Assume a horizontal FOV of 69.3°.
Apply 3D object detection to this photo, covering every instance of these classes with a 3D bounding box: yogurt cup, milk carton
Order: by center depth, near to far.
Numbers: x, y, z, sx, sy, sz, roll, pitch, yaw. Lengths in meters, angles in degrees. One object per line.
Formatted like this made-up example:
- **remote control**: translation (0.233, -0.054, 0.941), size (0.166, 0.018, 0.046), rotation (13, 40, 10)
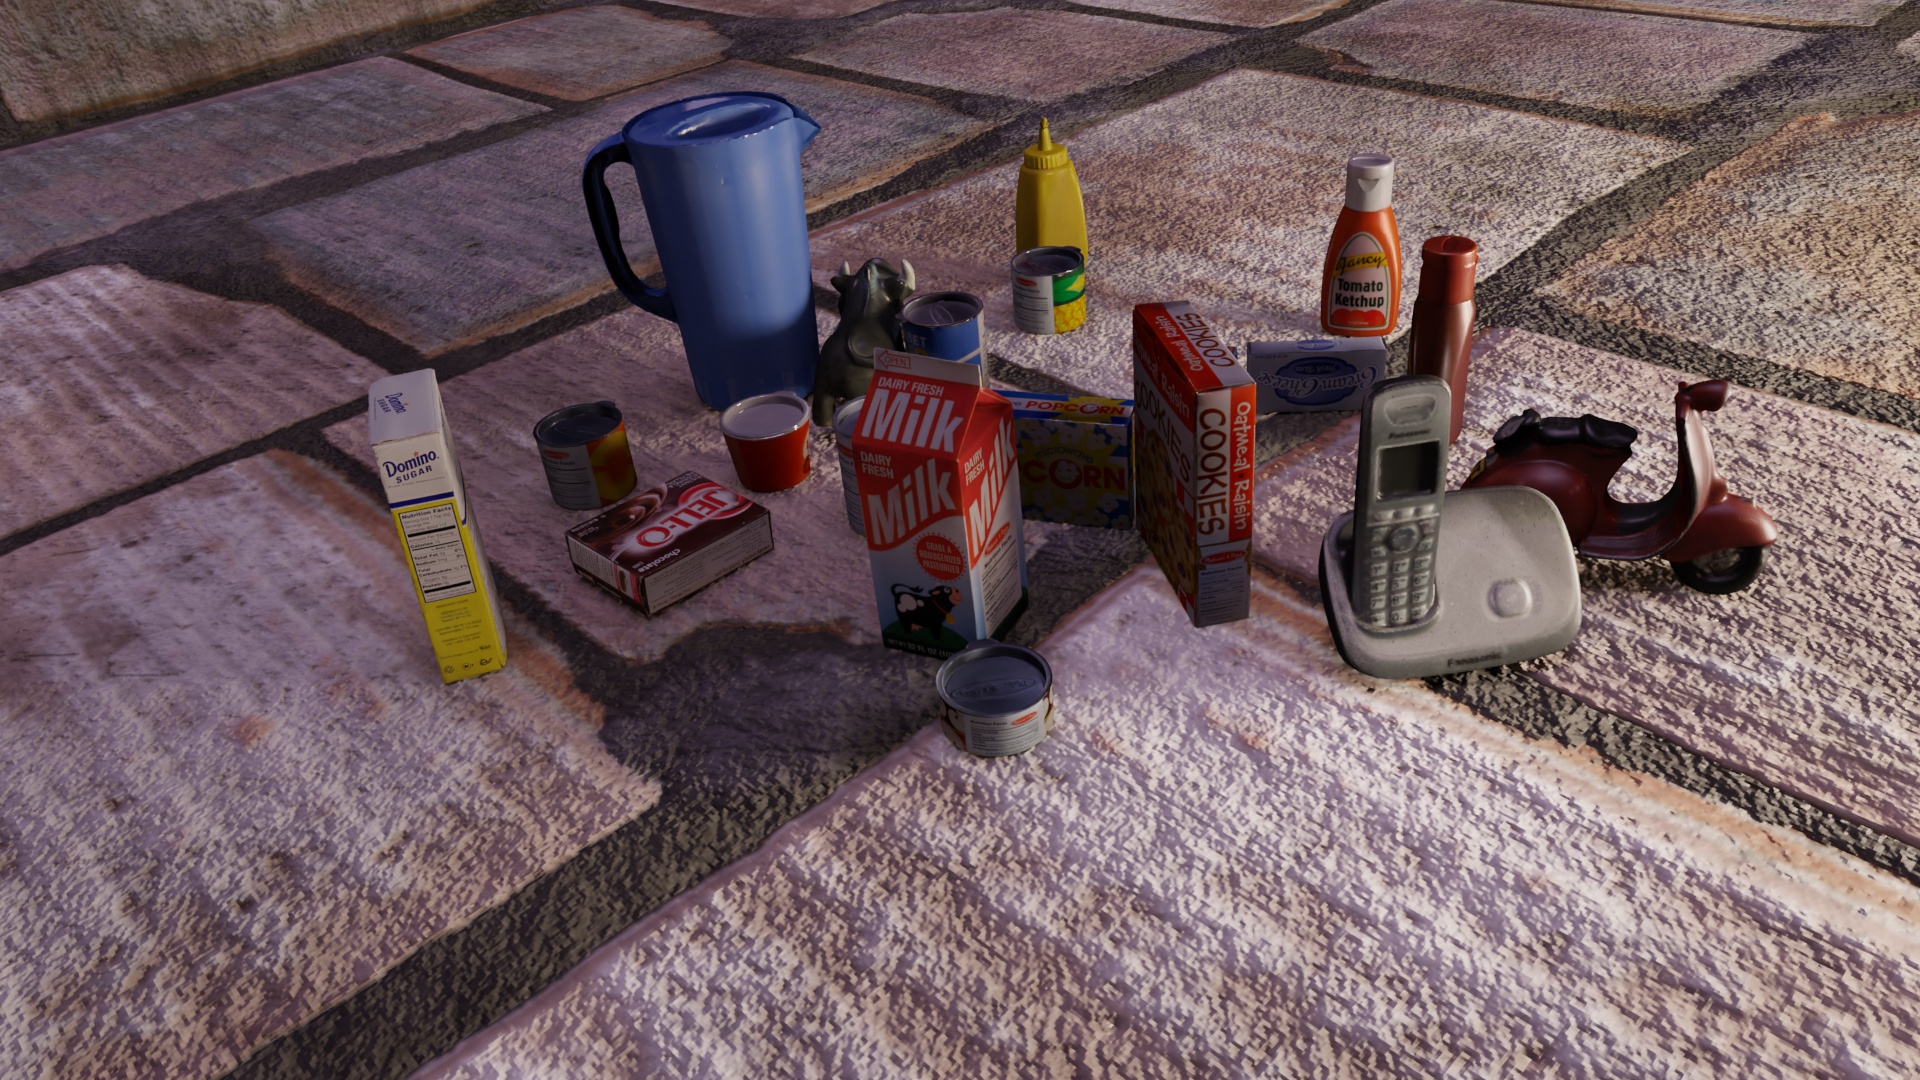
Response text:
- **milk carton**: translation (-0.011, -0.025, 0.832), size (0.072, 0.189, 0.074), rotation (12, 37, 25)
- **yogurt cup**: translation (-0.144, -0.072, 1.049), size (0.072, 0.053, 0.073), rotation (-4, 33, 3)

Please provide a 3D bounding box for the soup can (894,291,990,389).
- **soup can**: translation (-0.014, -0.149, 1.118), size (0.071, 0.083, 0.072), rotation (-4, 33, 3)

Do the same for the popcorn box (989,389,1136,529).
- **popcorn box**: translation (0.060, -0.058, 0.967), size (0.127, 0.084, 0.038), rotation (6, 35, 18)

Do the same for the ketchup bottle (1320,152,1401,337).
- **ketchup bottle**: translation (0.335, -0.244, 1.151), size (0.065, 0.148, 0.044), rotation (6, 35, 17)

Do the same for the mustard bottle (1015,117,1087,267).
- **mustard bottle**: translation (0.082, -0.314, 1.286), size (0.065, 0.159, 0.049), rotation (-26, 38, -28)

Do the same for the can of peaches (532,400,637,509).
- **can of peaches**: translation (-0.282, -0.065, 1.055), size (0.071, 0.057, 0.071), rotation (-4, 33, 3)

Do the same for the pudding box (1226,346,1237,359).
- **pudding box**: translation (0.192, -0.110, 1.059), size (0.030, 0.049, 0.084), rotation (5, 35, 17)

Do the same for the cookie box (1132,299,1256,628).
- **cookie box**: translation (0.143, -0.049, 0.867), size (0.040, 0.166, 0.123), rotation (-10, 33, -6)

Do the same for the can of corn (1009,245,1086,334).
- **can of corn**: translation (0.081, -0.225, 1.243), size (0.071, 0.058, 0.071), rotation (-4, 33, 3)

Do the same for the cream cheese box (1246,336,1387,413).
- **cream cheese box**: translation (0.273, -0.127, 1.069), size (0.104, 0.053, 0.024), rotation (-2, 33, 6)

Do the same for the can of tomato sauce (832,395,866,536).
- **can of tomato sauce**: translation (-0.050, -0.053, 0.979), size (0.071, 0.082, 0.071), rotation (-4, 33, 3)

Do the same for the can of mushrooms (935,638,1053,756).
- **can of mushrooms**: translation (0.020, 0.089, 0.796), size (0.071, 0.033, 0.071), rotation (-4, 33, 3)

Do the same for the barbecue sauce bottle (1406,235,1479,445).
- **barbecue sauce bottle**: translation (0.344, -0.143, 0.996), size (0.044, 0.147, 0.065), rotation (9, 36, 22)
